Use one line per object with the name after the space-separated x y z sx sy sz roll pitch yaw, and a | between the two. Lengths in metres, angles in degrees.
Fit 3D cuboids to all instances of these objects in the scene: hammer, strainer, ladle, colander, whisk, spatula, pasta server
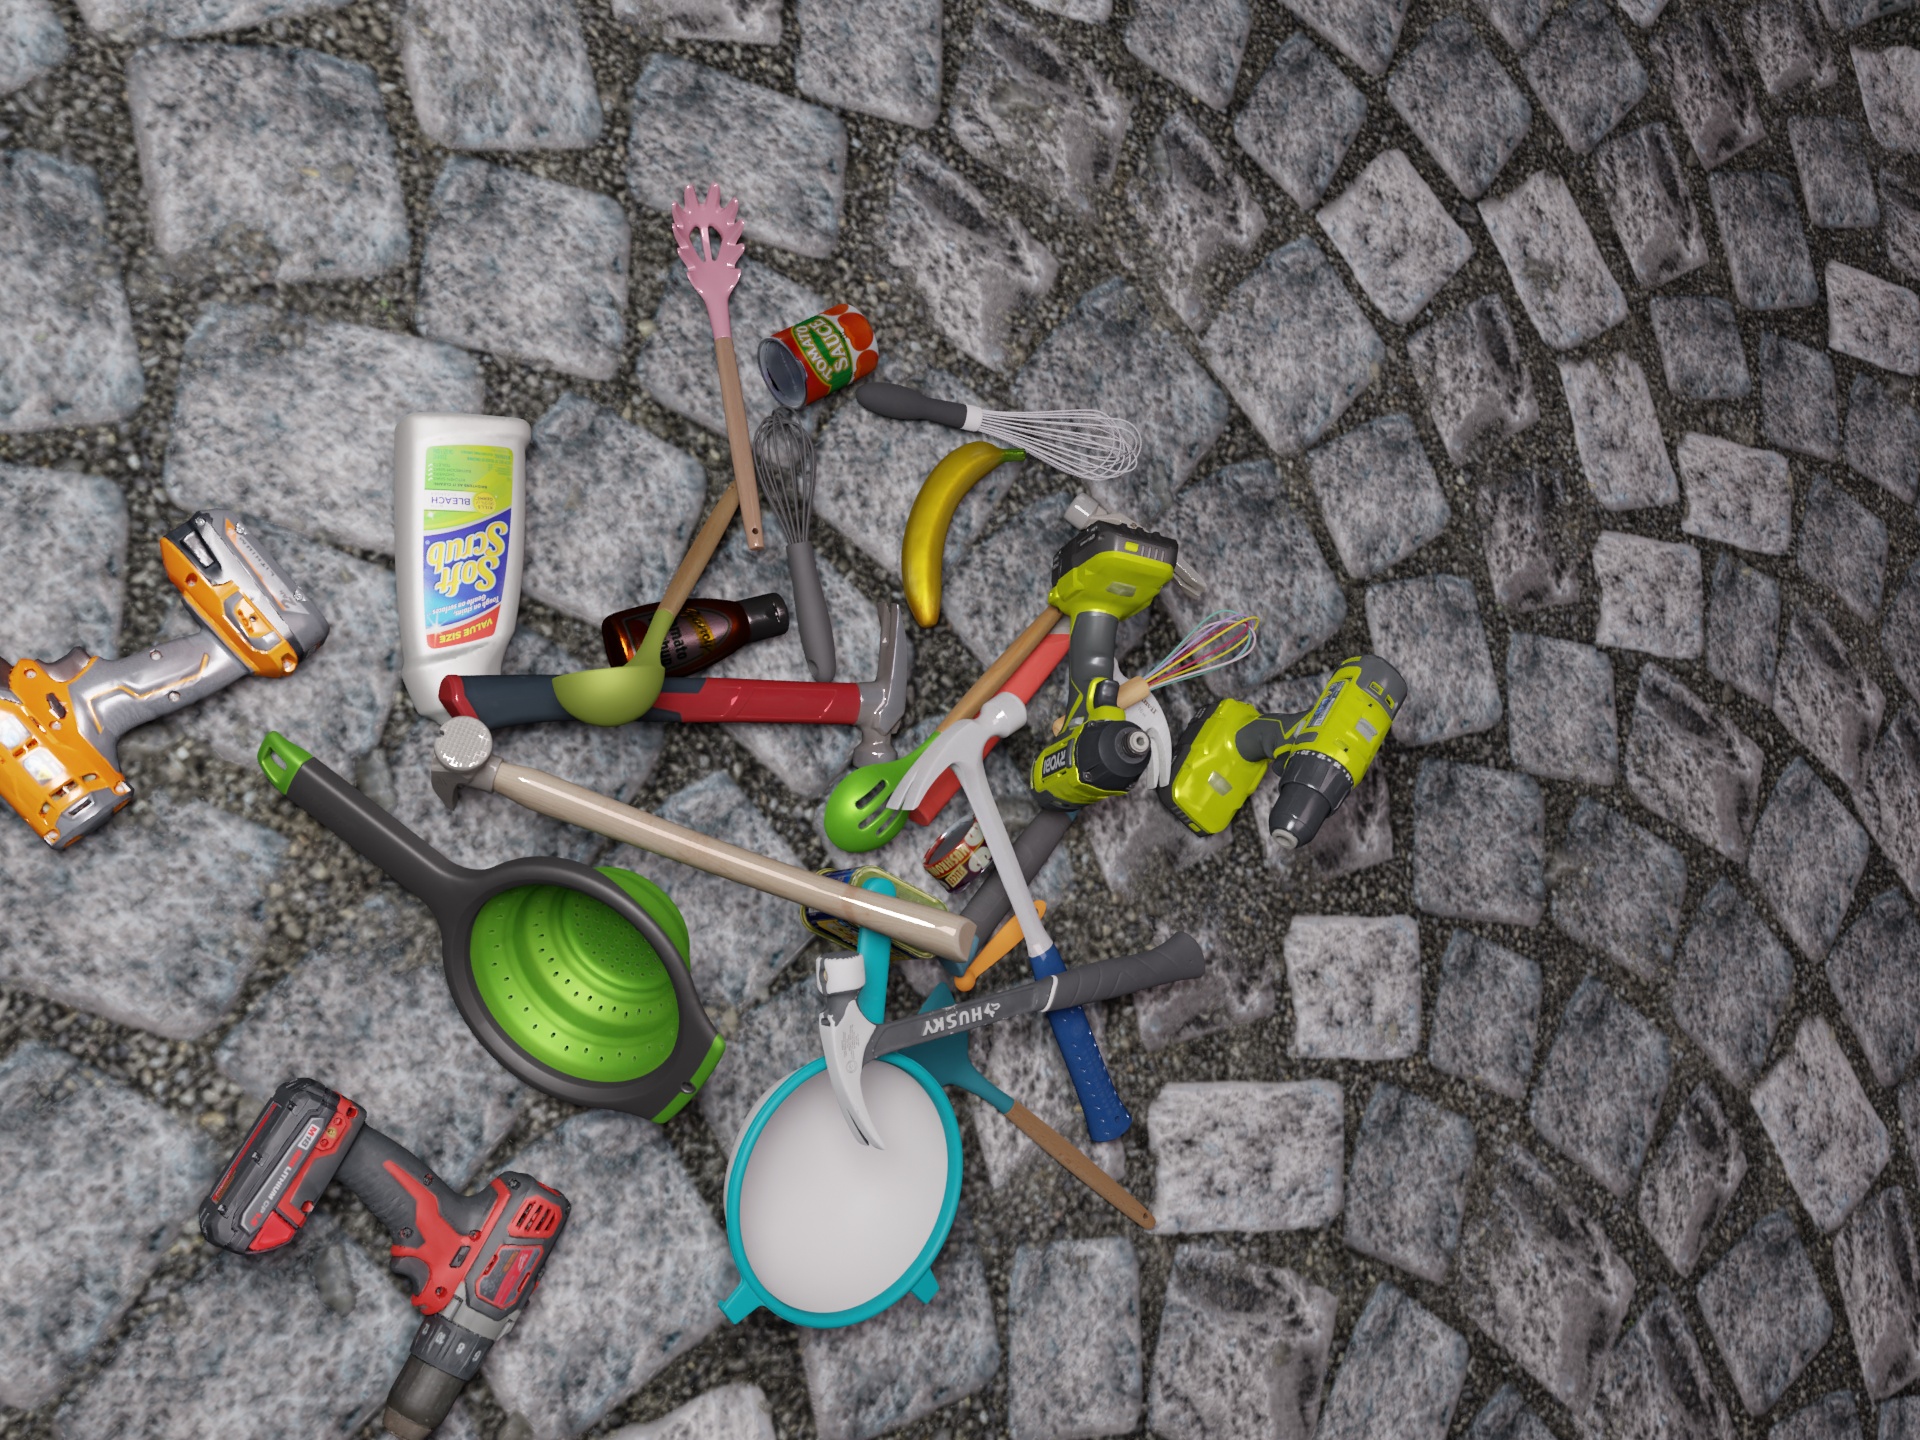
-0.210 -0.031 1.246 0.386 0.038 0.143 1 95 -36 | hammer
0.071 -0.043 1.430 0.149 0.036 0.359 37 67 3 | hammer
-0.101 0.291 1.248 0.210 0.095 0.340 9 84 -36 | strainer
-0.223 -0.105 1.220 0.320 0.078 0.062 -73 148 -48 | ladle
-0.330 0.125 1.165 0.397 0.204 0.094 38 30 -1 | colander
0.081 0.092 1.431 0.128 0.033 0.331 46 64 -13 | hammer
0.060 0.187 1.344 0.144 0.035 0.405 -34 113 -33 | hammer
-0.134 -0.148 1.347 0.055 0.055 0.239 -11 91 -30 | whisk
0.058 0.231 1.295 0.408 0.036 0.149 -6 92 -40 | hammer
-0.185 0.100 1.171 0.410 0.146 0.038 21 69 -11 | hammer
0.064 0.349 1.371 0.317 0.044 0.082 42 62 -17 | spatula
0.039 -0.272 1.458 0.284 0.070 0.070 9 77 -22 | whisk
-0.194 -0.296 1.330 0.060 0.040 0.316 -8 79 -14 | pasta server
0.184 -0.043 1.467 0.245 0.047 0.051 -27 95 -25 | whisk

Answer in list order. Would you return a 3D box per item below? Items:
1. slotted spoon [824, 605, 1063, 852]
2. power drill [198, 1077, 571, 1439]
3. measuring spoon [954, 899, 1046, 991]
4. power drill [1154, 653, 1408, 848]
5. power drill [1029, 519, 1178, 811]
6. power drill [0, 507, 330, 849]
-0.002 -0.004 1.362 0.314 0.031 0.070 -47 116 -26 | slotted spoon
-0.404 0.370 1.097 0.226 0.080 0.188 37 67 -22 | power drill
0.038 0.197 1.400 0.117 0.011 0.021 -41 101 -28 | measuring spoon
0.280 0.041 1.434 0.080 0.228 0.191 42 65 -16 | power drill
0.122 -0.045 1.334 0.080 0.171 0.223 12 74 -17 | power drill
-0.568 -0.045 1.075 0.226 0.084 0.164 -43 102 -23 | power drill
